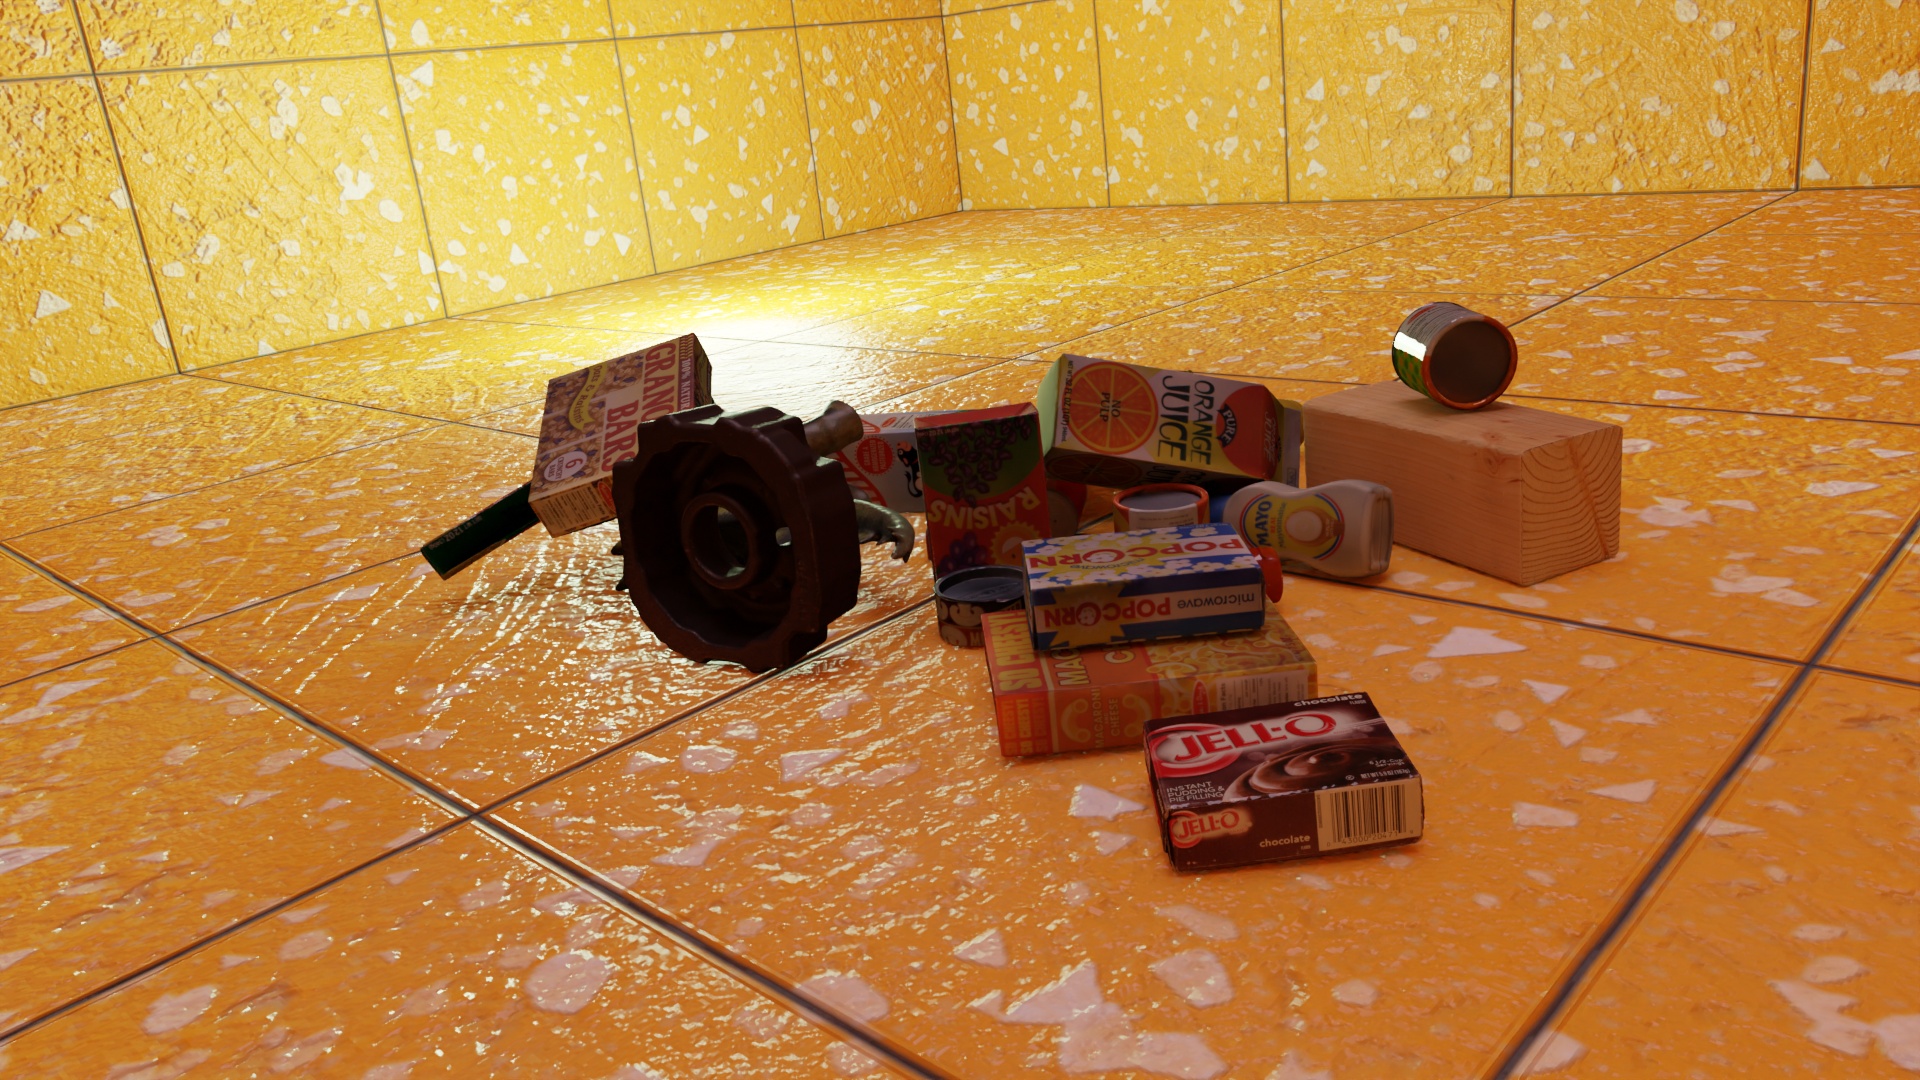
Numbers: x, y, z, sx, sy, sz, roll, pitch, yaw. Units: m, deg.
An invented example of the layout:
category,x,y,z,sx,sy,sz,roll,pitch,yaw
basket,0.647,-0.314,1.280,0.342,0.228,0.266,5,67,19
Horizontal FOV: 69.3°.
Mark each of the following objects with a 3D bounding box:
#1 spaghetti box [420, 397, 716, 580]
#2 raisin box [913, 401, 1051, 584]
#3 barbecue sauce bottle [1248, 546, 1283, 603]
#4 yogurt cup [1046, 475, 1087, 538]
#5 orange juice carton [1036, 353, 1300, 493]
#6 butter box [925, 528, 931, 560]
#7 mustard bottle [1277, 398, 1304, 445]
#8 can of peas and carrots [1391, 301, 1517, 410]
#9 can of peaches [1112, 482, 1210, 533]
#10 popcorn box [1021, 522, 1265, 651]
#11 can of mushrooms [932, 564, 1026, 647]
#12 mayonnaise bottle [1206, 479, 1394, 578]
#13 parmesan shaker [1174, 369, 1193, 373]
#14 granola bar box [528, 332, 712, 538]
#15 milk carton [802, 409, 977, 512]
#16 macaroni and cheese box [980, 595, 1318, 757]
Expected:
category,x,y,z,sx,sy,sz,roll,pitch,yaw
spaghetti box,-0.302,-0.049,1.085,0.251,0.028,0.050,-35,5,-19
raisin box,0.017,-0.028,0.961,0.086,0.123,0.040,-8,17,-3
barbecue sauce bottle,0.126,0.030,0.876,0.149,0.043,0.065,-7,33,-4
yogurt cup,0.061,-0.026,1.039,0.072,0.072,0.054,-4,26,6
orange juice carton,0.153,-0.075,0.998,0.193,0.072,0.073,8,-16,-8
butter box,0.004,-0.014,1.080,0.053,0.024,0.104,-4,19,5
mustard bottle,0.257,-0.091,1.187,0.065,0.048,0.161,14,27,39
can of peas and carrots,0.339,-0.125,0.951,0.071,0.070,0.059,-7,18,-2
can of peaches,0.138,-0.004,0.952,0.071,0.058,0.071,-6,19,2
popcorn box,0.099,0.024,0.779,0.127,0.038,0.085,-6,18,1
can of mushrooms,0.018,0.042,0.893,0.071,0.033,0.071,-5,18,2
mayonnaise bottle,0.218,-0.012,0.945,0.148,0.064,0.041,6,6,43
parmesan shaker,0.162,-0.124,1.289,0.103,0.071,0.071,1,20,22
granola bar box,-0.247,-0.081,1.027,0.124,0.039,0.166,-18,38,3
milk carton,-0.077,-0.067,1.194,0.190,0.072,0.074,-1,19,13
macaroni and cheese box,0.099,0.070,0.770,0.166,0.040,0.124,-6,18,-1
